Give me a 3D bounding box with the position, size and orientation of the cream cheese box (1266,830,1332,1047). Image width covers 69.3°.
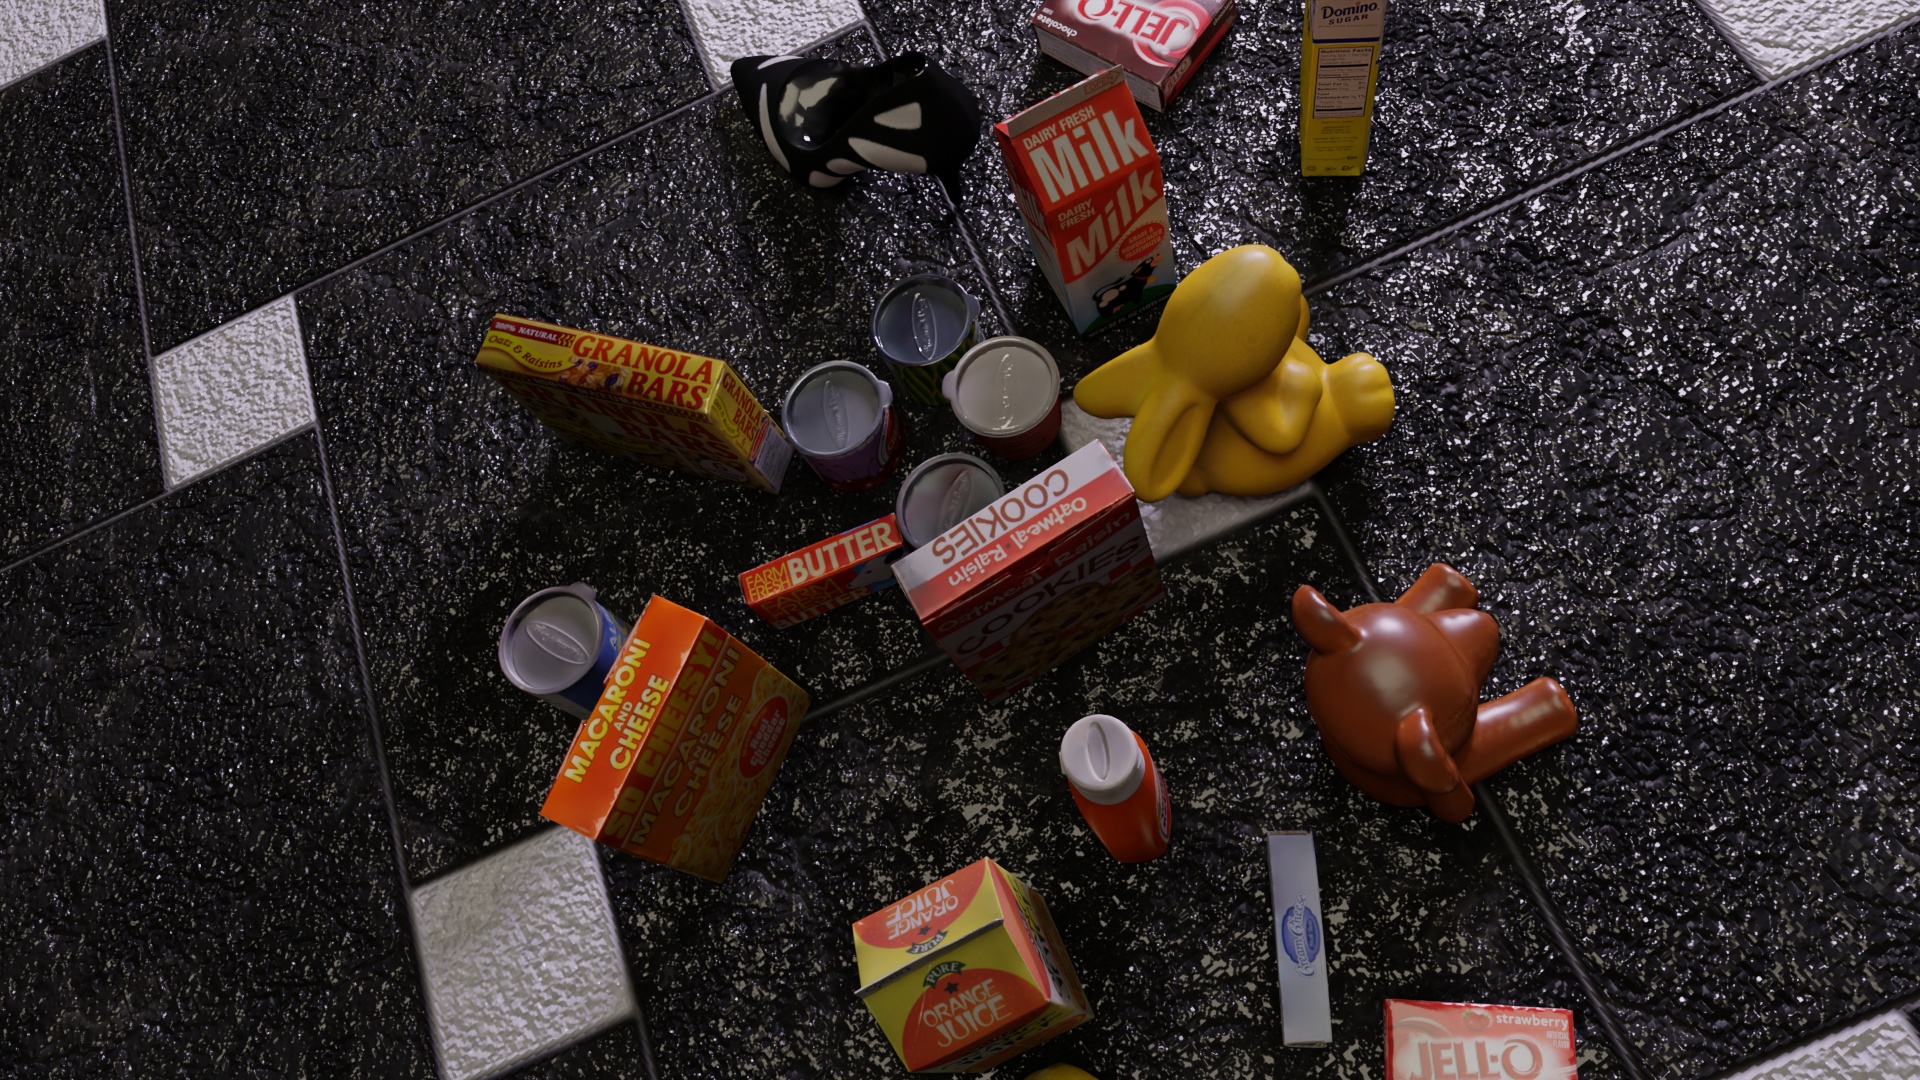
[{"bbox_3d":[0.173,0.205,0.711,0.024,0.053,0.104,-5,68,12],"label":"cream cheese box"}]

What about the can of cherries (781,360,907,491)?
[{"bbox_3d":[-0.070,-0.071,0.877,0.071,0.058,0.072,-5,68,12],"label":"can of cherries"}]

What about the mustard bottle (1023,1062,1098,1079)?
[{"bbox_3d":[0.039,0.282,0.655,0.049,0.160,0.065,26,78,21],"label":"mustard bottle"}]

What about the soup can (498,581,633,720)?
[{"bbox_3d":[-0.228,0.070,0.845,0.071,0.083,0.071,-5,68,12],"label":"soup can"}]

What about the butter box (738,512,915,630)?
[{"bbox_3d":[-0.077,0.020,0.845,0.103,0.053,0.024,-22,66,5],"label":"butter box"}]

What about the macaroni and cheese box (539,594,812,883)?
[{"bbox_3d":[-0.150,0.115,0.763,0.040,0.166,0.124,20,75,20],"label":"macaroni and cheese box"}]

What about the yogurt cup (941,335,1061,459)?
[{"bbox_3d":[0.032,-0.085,0.860,0.072,0.053,0.072,-5,68,12],"label":"yogurt cup"}]

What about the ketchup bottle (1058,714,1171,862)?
[{"bbox_3d":[0.080,0.125,0.713,0.043,0.148,0.065,-13,67,9],"label":"ketchup bottle"}]

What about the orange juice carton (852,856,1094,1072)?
[{"bbox_3d":[0.007,0.209,0.674,0.072,0.192,0.073,-27,66,3],"label":"orange juice carton"}]

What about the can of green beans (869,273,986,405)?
[{"bbox_3d":[-0.019,-0.127,0.887,0.071,0.057,0.071,-5,68,12],"label":"can of green beans"}]

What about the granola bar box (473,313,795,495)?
[{"bbox_3d":[-0.202,-0.086,0.878,0.165,0.124,0.039,14,73,18],"label":"granola bar box"}]

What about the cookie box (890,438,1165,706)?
[{"bbox_3d":[0.044,0.024,0.752,0.123,0.167,0.040,-32,65,0],"label":"cookie box"}]

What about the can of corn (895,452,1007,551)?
[{"bbox_3d":[0.003,-0.010,0.835,0.071,0.058,0.071,-5,68,12],"label":"can of corn"}]

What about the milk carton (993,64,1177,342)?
[{"bbox_3d":[0.075,-0.204,0.822,0.072,0.190,0.073,-28,65,2],"label":"milk carton"}]
